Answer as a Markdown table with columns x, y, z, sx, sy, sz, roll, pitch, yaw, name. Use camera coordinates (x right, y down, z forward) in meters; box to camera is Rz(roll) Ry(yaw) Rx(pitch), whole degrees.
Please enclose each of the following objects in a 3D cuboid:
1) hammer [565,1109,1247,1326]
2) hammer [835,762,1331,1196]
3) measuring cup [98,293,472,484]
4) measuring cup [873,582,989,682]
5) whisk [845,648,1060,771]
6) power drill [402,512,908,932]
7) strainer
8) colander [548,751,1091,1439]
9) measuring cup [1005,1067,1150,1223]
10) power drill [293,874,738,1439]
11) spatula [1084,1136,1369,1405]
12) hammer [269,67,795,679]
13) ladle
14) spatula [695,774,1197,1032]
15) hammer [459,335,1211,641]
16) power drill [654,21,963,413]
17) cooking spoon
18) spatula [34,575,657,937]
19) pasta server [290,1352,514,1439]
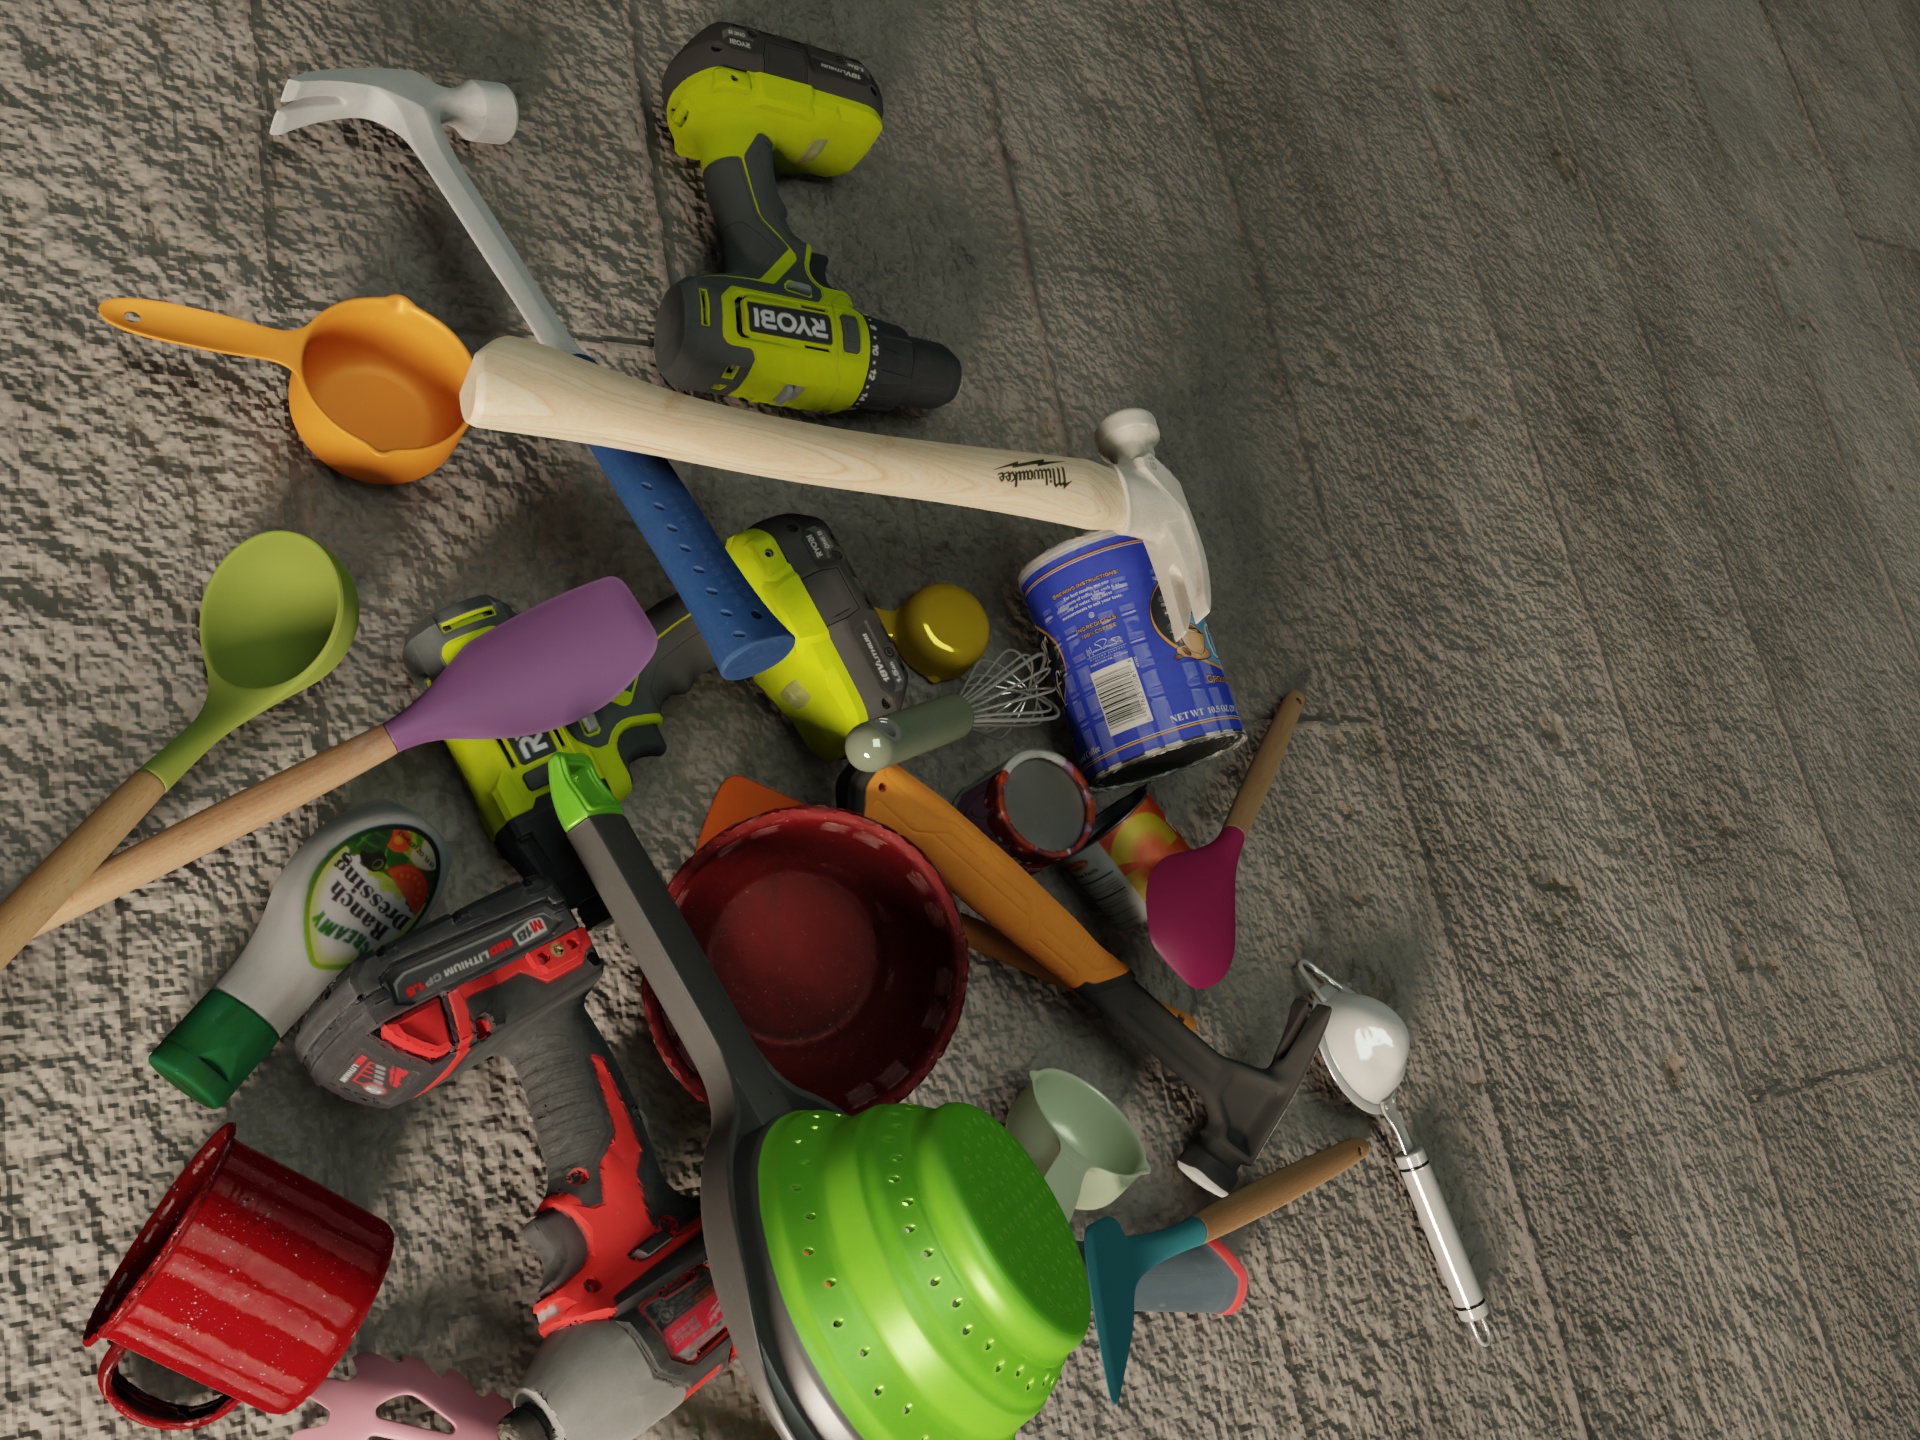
| x | y | z | sx | sy | sz | roll | pitch | yaw | name |
| --- | --- | --- | --- | --- | --- | --- | --- | --- | --- |
| -0.012 | 0.285 | 0.792 | 0.386 | 0.038 | 0.143 | 15 | 50 | -28 | hammer |
| 0.067 | 0.122 | 0.875 | 0.336 | 0.034 | 0.127 | 41 | 74 | -21 | hammer |
| -0.333 | -0.171 | 0.792 | 0.173 | 0.052 | 0.095 | 10 | 65 | -26 | measuring cup |
| -0.053 | -0.067 | 0.934 | 0.156 | 0.029 | 0.062 | 15 | 63 | -25 | measuring cup |
| -0.001 | -0.003 | 0.865 | 0.058 | 0.059 | 0.246 | 37 | 20 | 14 | whisk |
| -0.147 | -0.006 | 0.820 | 0.223 | 0.080 | 0.171 | -26 | 84 | -31 | power drill |
| 0.282 | 0.266 | 0.996 | 0.087 | 0.050 | 0.258 | -14 | 82 | -52 | strainer |
| -0.053 | 0.162 | 0.688 | 0.397 | 0.094 | 0.204 | 58 | 12 | 11 | colander |
| 0.047 | 0.237 | 0.814 | 0.083 | 0.038 | 0.167 | 39 | 19 | 5 | measuring cup |
| -0.173 | 0.188 | 0.662 | 0.143 | 0.078 | 0.220 | -27 | 80 | -48 | power drill |
| 0.152 | 0.273 | 0.868 | 0.317 | 0.044 | 0.082 | -5 | 84 | -48 | spatula |
| -0.210 | -0.190 | 0.818 | 0.144 | 0.035 | 0.406 | -16 | 66 | -48 | hammer |
| -0.357 | 0.035 | 0.656 | 0.078 | 0.062 | 0.320 | 10 | 45 | 17 | ladle |
| 0.003 | 0.122 | 0.895 | 0.322 | 0.041 | 0.081 | 27 | 58 | -25 | spatula |
| -0.047 | -0.127 | 0.824 | 0.410 | 0.038 | 0.146 | 5 | 57 | -31 | hammer |
| -0.095 | -0.296 | 0.979 | 0.190 | 0.080 | 0.229 | 3 | 71 | -31 | power drill |
| 0.172 | 0.057 | 0.972 | 0.068 | 0.017 | 0.319 | 47 | 36 | -6 | cooking spoon |
| -0.279 | 0.022 | 0.715 | 0.316 | 0.018 | 0.060 | -30 | 84 | -22 | spatula |
| -0.135 | 0.343 | 0.713 | 0.316 | 0.040 | 0.060 | 25 | 59 | -25 | pasta server |
